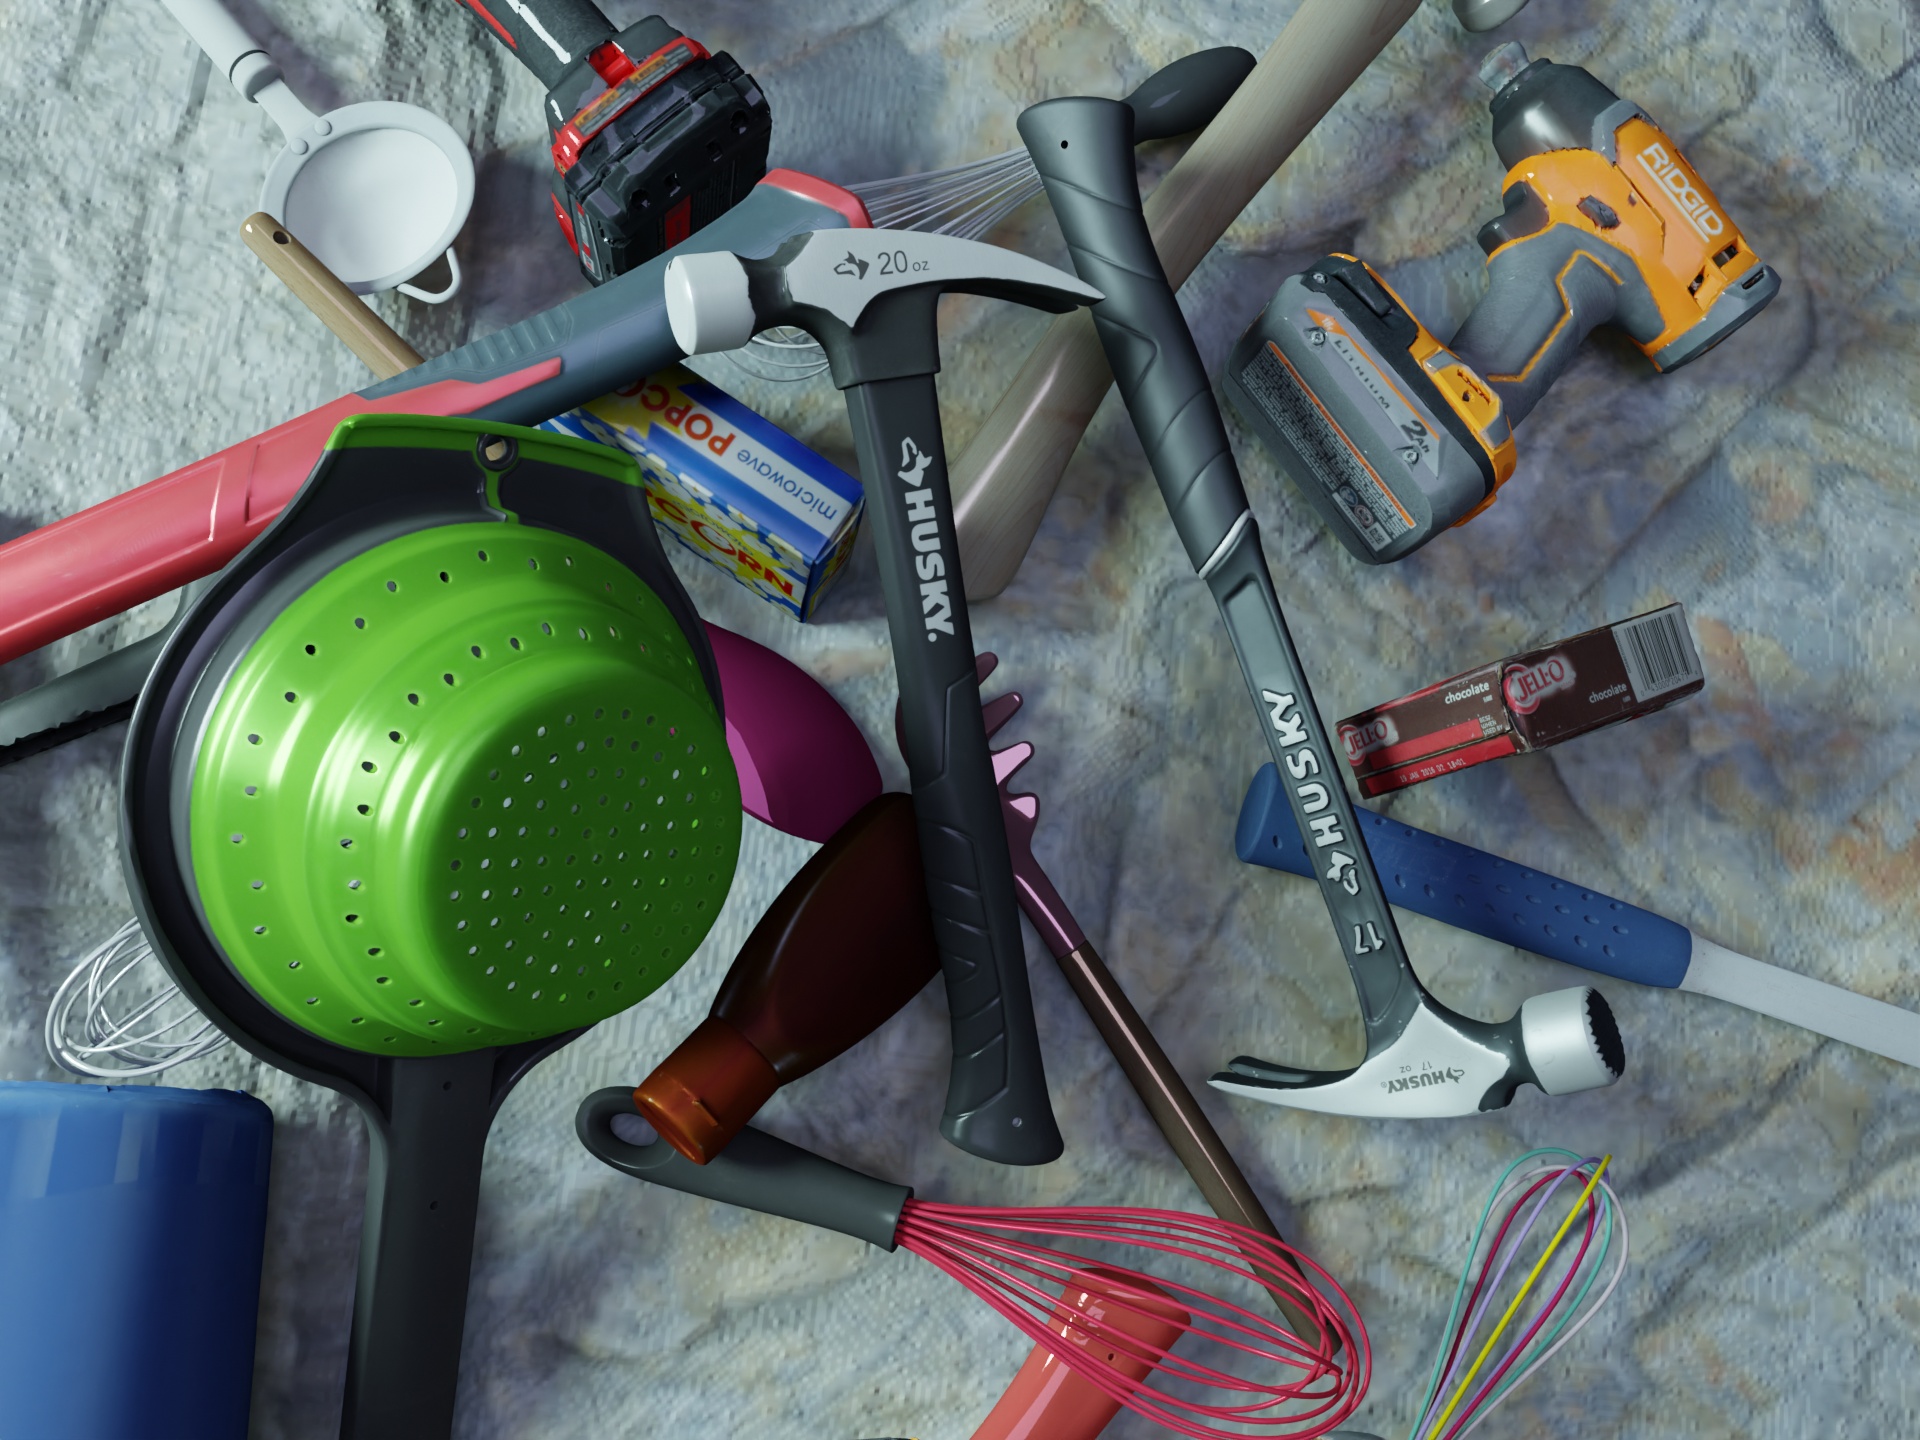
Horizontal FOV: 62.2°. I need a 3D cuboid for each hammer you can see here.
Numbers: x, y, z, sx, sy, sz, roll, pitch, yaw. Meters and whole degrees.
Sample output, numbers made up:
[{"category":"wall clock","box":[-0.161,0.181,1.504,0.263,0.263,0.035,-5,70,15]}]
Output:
[{"category":"hammer","box":[-0.001,-0.002,0.560,0.146,0.035,0.334,-13,100,-21]},{"category":"hammer","box":[-0.042,0.343,0.555,0.359,0.037,0.149,-44,102,-16]},{"category":"hammer","box":[0.103,-0.045,0.599,0.036,0.149,0.409,-14,83,-56]},{"category":"hammer","box":[0.307,0.108,0.659,0.405,0.035,0.144,19,77,-5]},{"category":"hammer","box":[-0.196,-0.075,0.529,0.386,0.038,0.143,-27,86,-10]},{"category":"hammer","box":[0.094,-0.224,0.665,0.146,0.038,0.411,42,78,-28]}]

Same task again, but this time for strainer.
[{"category":"strainer","box":[-0.273,-0.251,0.634,0.087,0.050,0.258,-40,82,-7]}]

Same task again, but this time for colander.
[{"category":"colander","box":[-0.148,0.109,0.500,0.204,0.095,0.397,1,102,-43]}]

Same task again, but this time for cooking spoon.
[{"category":"cooking spoon","box":[-0.150,-0.072,0.605,0.319,0.017,0.069,45,52,-7]}]

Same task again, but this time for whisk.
[{"category":"whisk","box":[-0.003,0.183,0.562,0.296,0.073,0.073,15,77,12]},{"category":"whisk","box":[0.014,-0.225,0.667,0.284,0.070,0.070,-32,86,-18]},{"category":"whisk","box":[0.183,0.267,0.608,0.051,0.047,0.245,37,80,-2]},{"category":"whisk","box":[-0.204,0.040,0.563,0.058,0.059,0.246,31,54,29]}]

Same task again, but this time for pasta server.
[{"category":"pasta server","box":[0.063,0.109,0.620,0.316,0.040,0.060,57,35,2]}]

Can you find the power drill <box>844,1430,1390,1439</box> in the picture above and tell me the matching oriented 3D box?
[{"category":"power drill","box":[0.052,0.330,0.523,0.226,0.084,0.185,11,92,-19]}]

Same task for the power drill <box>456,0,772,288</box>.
[{"category":"power drill","box":[-0.174,-0.273,0.609,0.078,0.143,0.219,-42,95,-10]}]

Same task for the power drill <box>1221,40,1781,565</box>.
[{"category":"power drill","box":[0.224,-0.187,0.680,0.226,0.084,0.164,-36,86,-17]}]
